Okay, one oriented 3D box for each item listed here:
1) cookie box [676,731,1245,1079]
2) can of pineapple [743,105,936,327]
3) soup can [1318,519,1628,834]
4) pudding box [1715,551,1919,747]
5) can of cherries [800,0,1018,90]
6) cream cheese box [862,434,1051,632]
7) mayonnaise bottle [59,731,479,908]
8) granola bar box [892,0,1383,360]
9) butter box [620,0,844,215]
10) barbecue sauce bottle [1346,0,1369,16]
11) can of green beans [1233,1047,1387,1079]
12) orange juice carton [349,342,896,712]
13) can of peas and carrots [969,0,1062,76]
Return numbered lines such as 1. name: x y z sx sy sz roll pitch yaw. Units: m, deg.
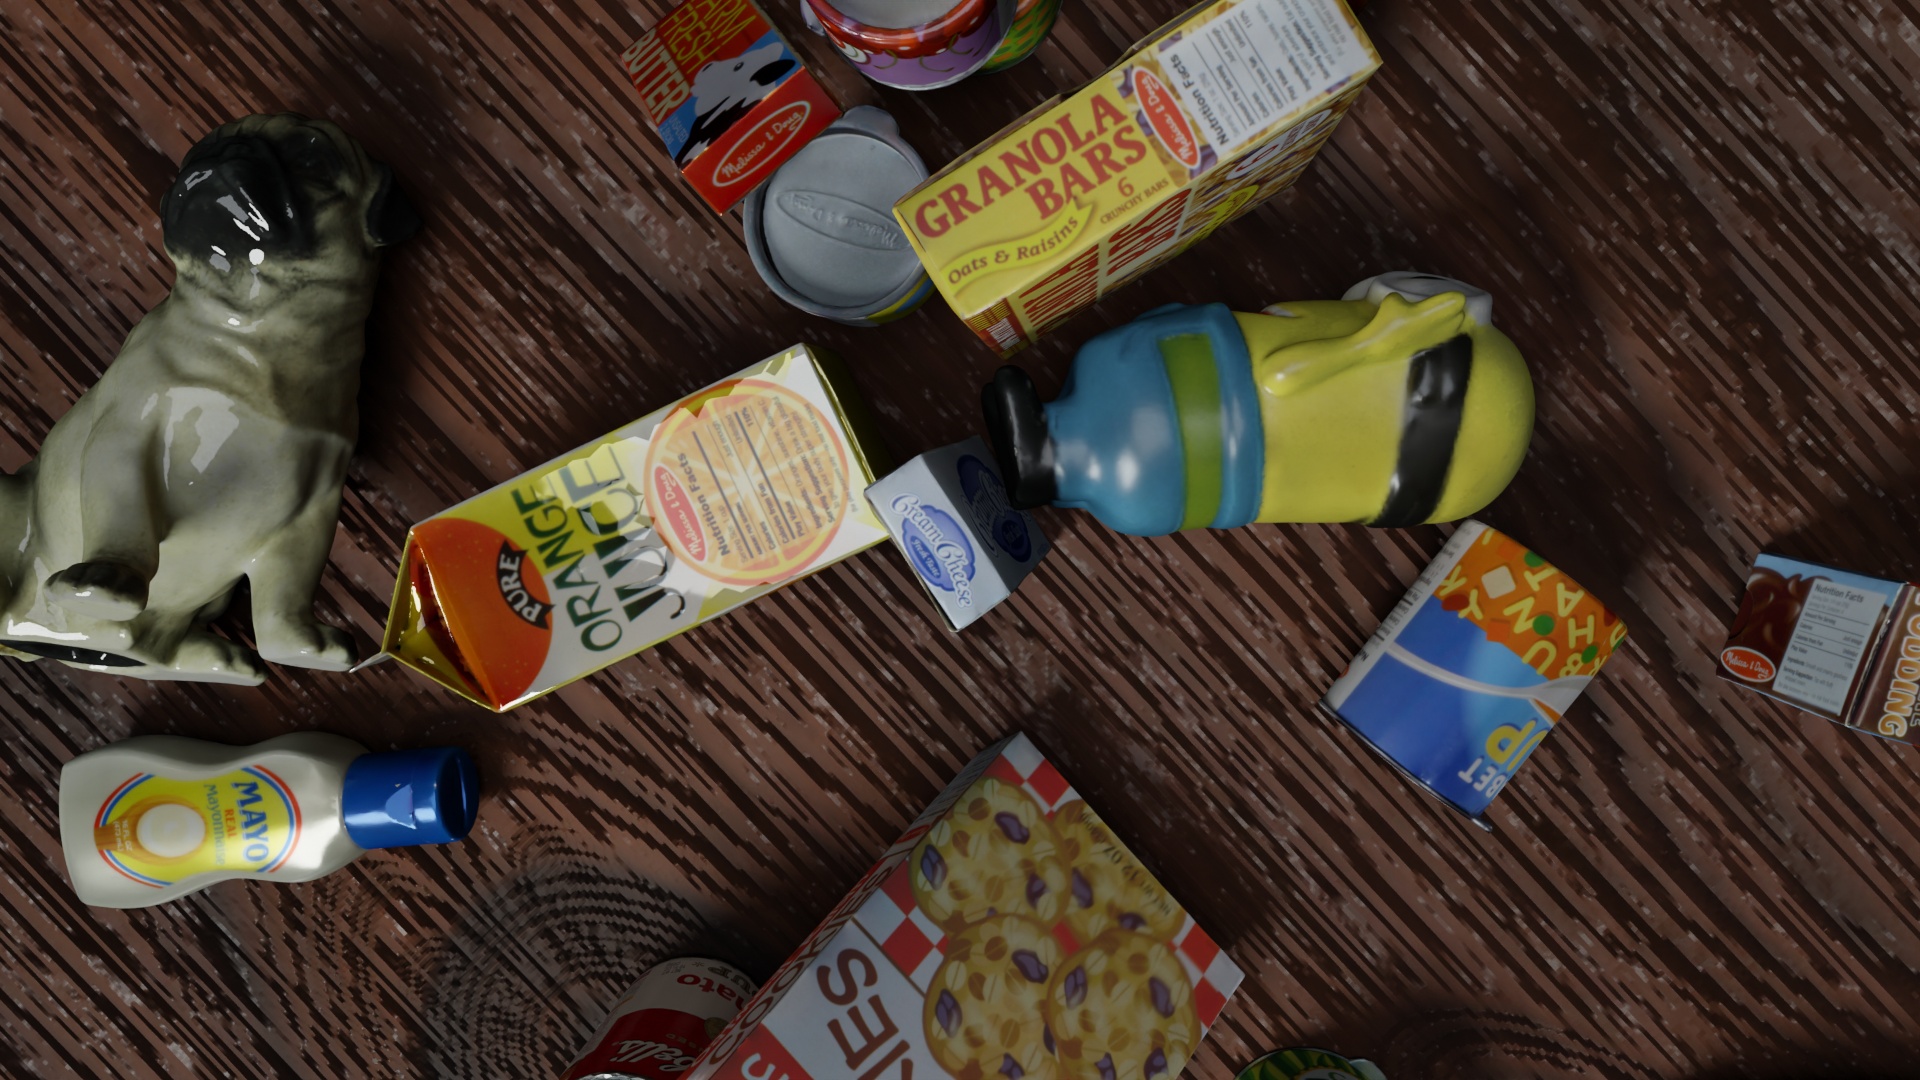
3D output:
1. cookie box: 0.004 0.167 0.471 0.123 0.040 0.168 48 57 -1
2. can of pineapple: -0.036 -0.111 0.487 0.071 0.058 0.071 0 95 4
3. soup can: 0.179 0.046 0.481 0.071 0.071 0.083 37 96 0
4. pudding box: 0.294 0.034 0.464 0.030 0.084 0.049 17 96 0
5. can of cherries: -0.019 -0.175 0.420 0.071 0.058 0.071 0 96 4
6. cream cheese box: 0.002 -0.006 0.471 0.024 0.104 0.053 -33 91 13
7. mayonnaise bottle: -0.262 0.102 0.530 0.148 0.041 0.064 -6 93 5
8. granola bar box: 0.050 -0.108 0.428 0.124 0.166 0.039 -31 90 6
9. butter box: -0.080 -0.155 0.472 0.053 0.104 0.024 -38 134 6
10. barbecue sauce bottle: 0.084 -0.238 0.475 0.148 0.044 0.064 26 98 2
11. can of green beans: 0.129 0.229 0.505 0.071 0.058 0.071 0 95 4
12. orange juice carton: -0.119 0.002 0.496 0.192 0.072 0.073 -25 93 6
13. can of peas and carrots: 0.005 -0.200 0.477 0.071 0.059 0.071 0 96 4
